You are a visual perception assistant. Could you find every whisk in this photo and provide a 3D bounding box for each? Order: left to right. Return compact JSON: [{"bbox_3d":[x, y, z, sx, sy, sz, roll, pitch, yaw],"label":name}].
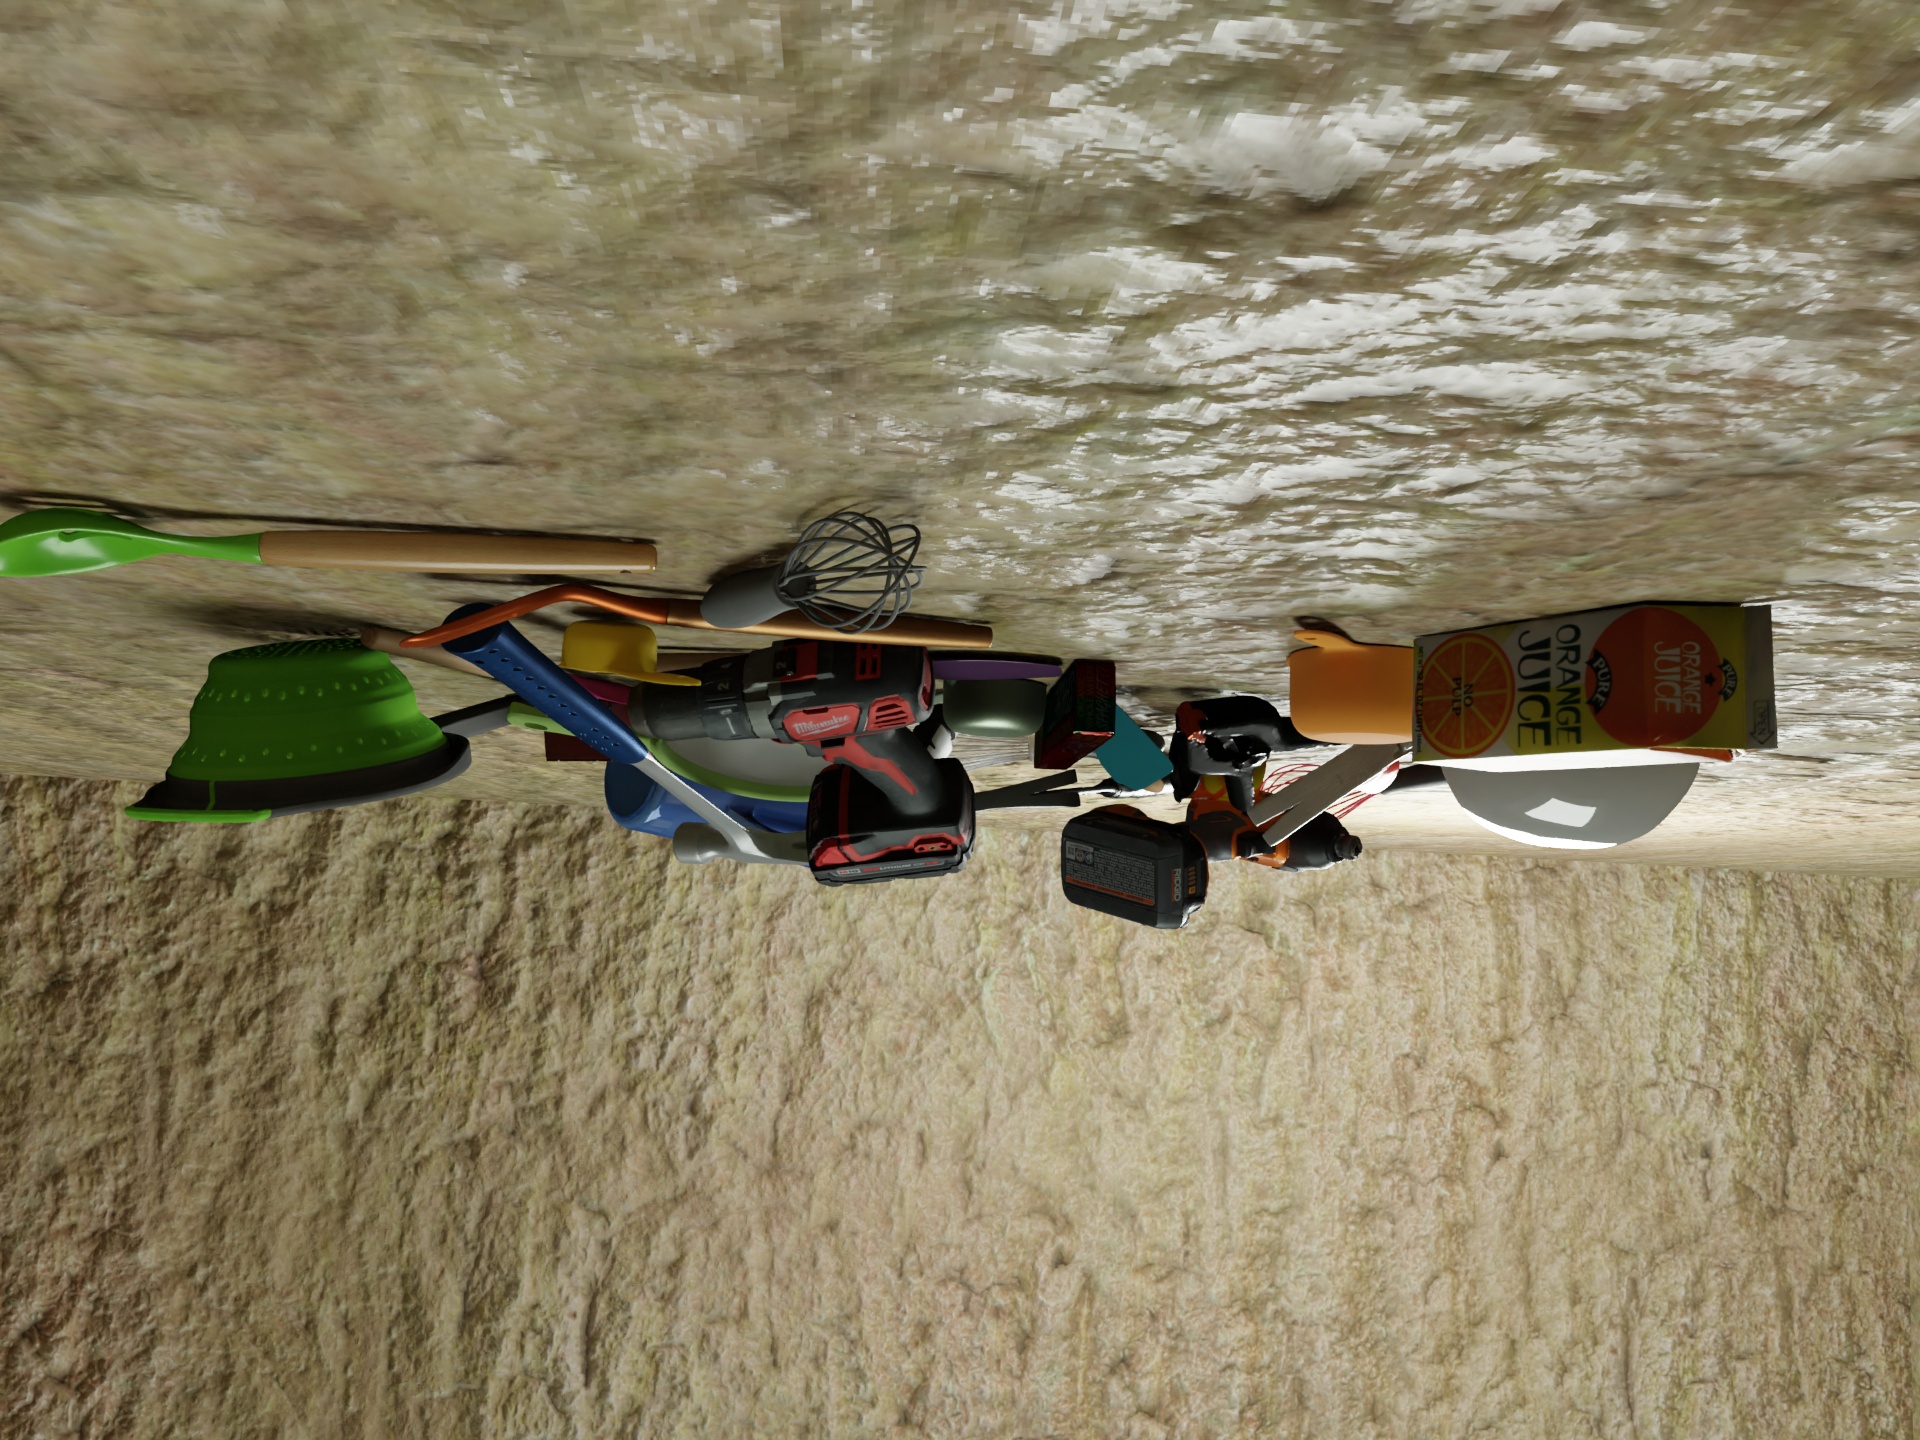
[{"bbox_3d":[-0.079,-0.061,0.745,0.055,0.055,0.239,6,176,-26],"label":"whisk"},{"bbox_3d":[0.035,0.026,1.375,0.284,0.070,0.070,-2,173,2],"label":"whisk"},{"bbox_3d":[0.392,0.063,1.532,0.073,0.073,0.296,8,165,-36],"label":"whisk"}]

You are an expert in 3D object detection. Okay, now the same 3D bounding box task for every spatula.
[{"bbox_3d":[-0.138,-0.049,0.879,0.322,0.041,0.081,4,180,-15],"label":"spatula"},{"bbox_3d":[-0.090,-0.036,1.058,0.316,0.018,0.059,1,172,7],"label":"spatula"},{"bbox_3d":[0.147,0.035,1.283,0.082,0.044,0.317,47,-174,14],"label":"spatula"}]

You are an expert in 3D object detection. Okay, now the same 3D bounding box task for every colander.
[{"bbox_3d":[-0.411,-0.018,1.138,0.204,0.094,0.397,0,-169,18],"label":"colander"}]

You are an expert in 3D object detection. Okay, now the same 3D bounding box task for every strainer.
[{"bbox_3d":[-0.197,-0.005,1.159,0.256,0.069,0.151,10,158,1],"label":"strainer"},{"bbox_3d":[0.459,0.043,1.156,0.211,0.095,0.340,2,174,5],"label":"strainer"}]

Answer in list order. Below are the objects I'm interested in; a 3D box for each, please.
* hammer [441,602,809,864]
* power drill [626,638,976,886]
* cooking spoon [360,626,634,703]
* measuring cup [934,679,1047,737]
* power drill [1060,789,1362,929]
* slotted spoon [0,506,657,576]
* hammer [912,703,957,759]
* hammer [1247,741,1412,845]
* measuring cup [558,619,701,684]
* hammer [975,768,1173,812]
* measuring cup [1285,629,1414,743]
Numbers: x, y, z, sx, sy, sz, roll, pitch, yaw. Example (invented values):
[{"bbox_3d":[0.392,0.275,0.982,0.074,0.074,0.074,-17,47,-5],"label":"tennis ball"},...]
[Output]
[{"bbox_3d":[-0.217,0.026,1.100,0.144,0.035,0.405,1,157,20],"label":"hammer"},{"bbox_3d":[-0.092,0.024,1.024,0.188,0.080,0.226,-7,148,11],"label":"power drill"},{"bbox_3d":[-0.313,-0.034,1.170,0.069,0.017,0.318,11,178,28],"label":"cooking spoon"},{"bbox_3d":[-0.002,-0.004,1.194,0.083,0.038,0.167,8,169,-35],"label":"measuring cup"},{"bbox_3d":[0.211,0.106,1.308,0.226,0.084,0.164,-11,-165,-41],"label":"power drill"},{"bbox_3d":[-0.301,-0.081,0.751,0.313,0.031,0.070,1,173,-2],"label":"slotted spoon"},{"bbox_3d":[-0.168,0.027,1.327,0.337,0.127,0.034,5,134,31],"label":"hammer"},{"bbox_3d":[0.318,0.046,1.286,0.149,0.037,0.359,-35,169,11],"label":"hammer"},{"bbox_3d":[-0.184,-0.039,0.914,0.062,0.029,0.157,0,-173,-33],"label":"measuring cup"},{"bbox_3d":[0.134,0.061,1.470,0.149,0.036,0.408,-11,175,35],"label":"hammer"},{"bbox_3d":[0.223,-0.018,0.925,0.095,0.052,0.173,-1,174,28],"label":"measuring cup"}]
